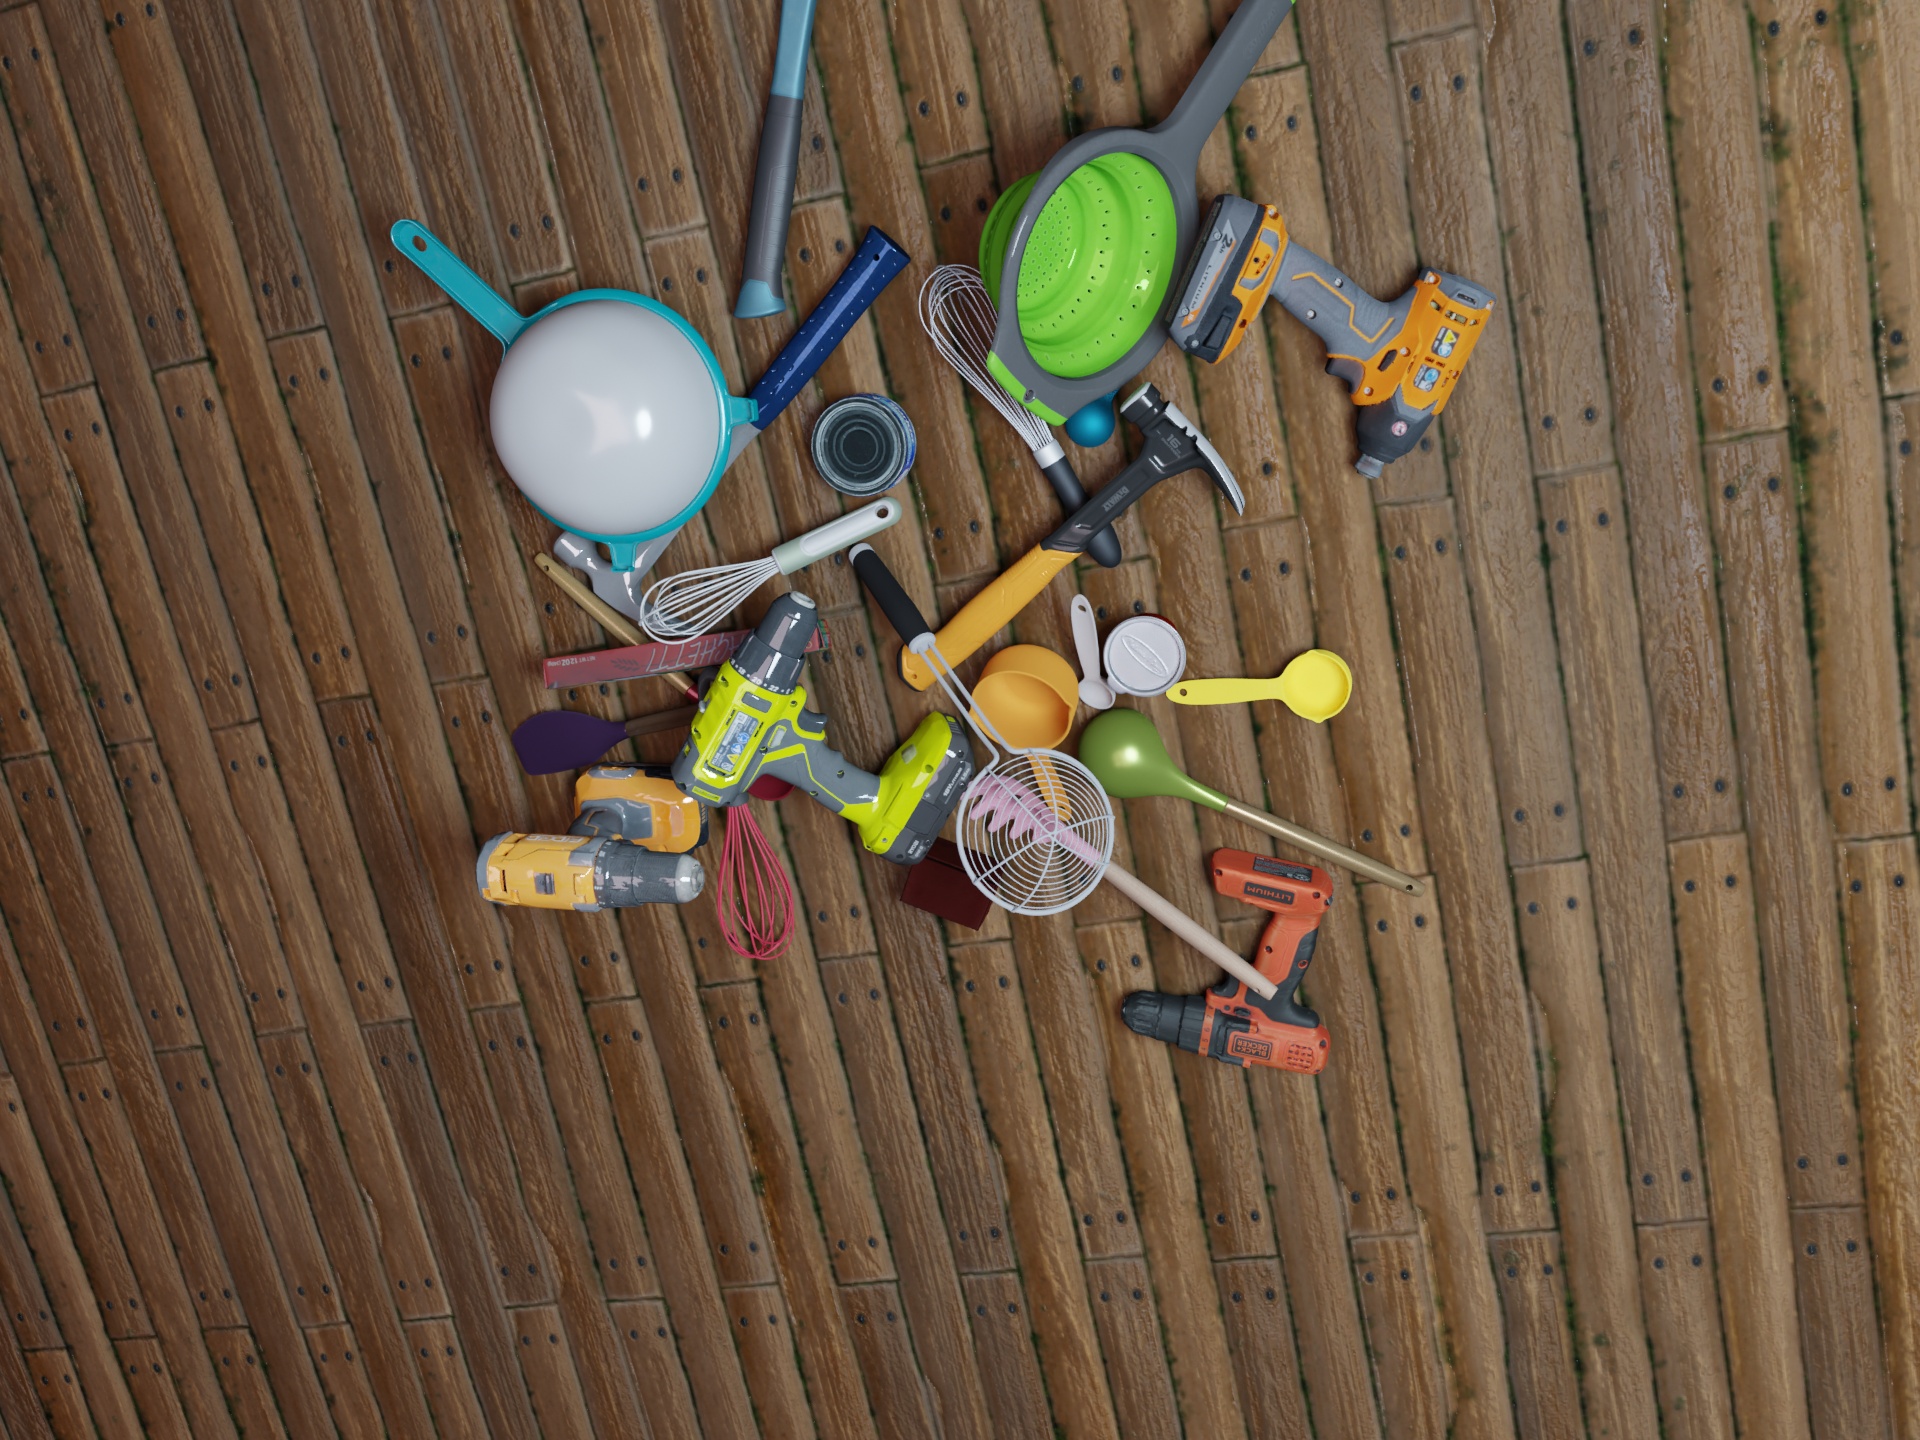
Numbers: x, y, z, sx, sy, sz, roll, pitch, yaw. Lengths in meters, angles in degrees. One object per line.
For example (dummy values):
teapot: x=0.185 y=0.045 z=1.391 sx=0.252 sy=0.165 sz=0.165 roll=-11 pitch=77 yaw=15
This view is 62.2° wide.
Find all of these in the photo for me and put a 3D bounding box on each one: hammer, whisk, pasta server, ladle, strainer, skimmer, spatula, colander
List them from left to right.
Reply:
strainer: x=-0.347 y=-0.286 z=1.291 sx=0.340 sy=0.095 sz=0.211 roll=42 pitch=108 yaw=-3
spatula: x=-0.279 y=0.001 z=1.435 sx=0.316 sy=0.018 sz=0.059 roll=-11 pitch=108 yaw=24
ladle: x=-0.265 y=-0.044 z=1.439 sx=0.315 sy=0.031 sz=0.069 roll=41 pitch=109 yaw=1
whisk: x=-0.198 y=0.089 z=1.420 sx=0.073 sy=0.073 sz=0.295 roll=-1 pitch=114 yaw=12
hammer: x=-0.181 y=-0.245 z=1.362 sx=0.144 sy=0.035 sz=0.405 roll=42 pitch=109 yaw=-1
whisk: x=-0.163 y=-0.132 z=1.360 sx=0.246 sy=0.059 sz=0.058 roll=-25 pitch=87 yaw=0
hammer: x=-0.142 y=-0.491 z=1.289 sx=0.128 sy=0.033 sz=0.331 roll=13 pitch=107 yaw=7
skimmer: x=-0.002 y=-0.004 z=1.299 sx=0.127 sy=0.364 sz=0.090 roll=-25 pitch=144 yaw=-14
whisk: x=0.055 y=-0.247 z=1.305 sx=0.070 sy=0.070 sz=0.284 roll=-28 pitch=103 yaw=17
hammer: x=0.074 y=-0.125 z=1.315 sx=0.127 sy=0.034 sz=0.337 roll=46 pitch=118 yaw=-10
pasta server: x=0.135 y=0.142 z=1.365 sx=0.316 sy=0.040 sz=0.060 roll=37 pitch=149 yaw=14
colander: x=0.126 y=-0.425 z=1.219 sx=0.095 sy=0.204 sz=0.397 roll=35 pitch=94 yaw=40
ladle: x=0.249 y=0.078 z=1.363 sx=0.320 sy=0.062 sz=0.078 roll=24 pitch=108 yaw=-2

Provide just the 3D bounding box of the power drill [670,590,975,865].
power drill: x=-0.107 y=0.011 z=1.348 sx=0.228 sy=0.080 sz=0.190 roll=25 pitch=105 yaw=-21

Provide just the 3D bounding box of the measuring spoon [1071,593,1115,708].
measuring spoon: x=0.111 y=-0.060 z=1.336 sx=0.034 sy=0.018 sz=0.124 roll=11 pitch=137 yaw=26

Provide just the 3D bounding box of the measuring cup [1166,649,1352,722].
measuring cup: x=0.252 y=-0.029 z=1.341 sx=0.156 sy=0.029 sz=0.062 roll=-2 pitch=105 yaw=24

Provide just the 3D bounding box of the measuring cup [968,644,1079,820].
measuring cup: x=0.071 y=0.009 z=1.376 sx=0.095 sy=0.052 sz=0.173 roll=-5 pitch=129 yaw=24

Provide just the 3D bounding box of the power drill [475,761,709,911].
power drill: x=-0.285 y=0.104 z=1.376 sx=0.185 sy=0.226 sz=0.084 roll=2 pitch=105 yaw=11

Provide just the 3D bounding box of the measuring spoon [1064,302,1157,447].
measuring spoon: x=0.126 y=-0.281 z=1.295 sx=0.042 sy=0.021 sz=0.128 roll=30 pitch=108 yaw=3

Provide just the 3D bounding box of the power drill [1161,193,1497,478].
power drill: x=0.274 y=-0.292 z=1.221 sx=0.226 sy=0.084 sz=0.164 roll=20 pitch=108 yaw=-6
